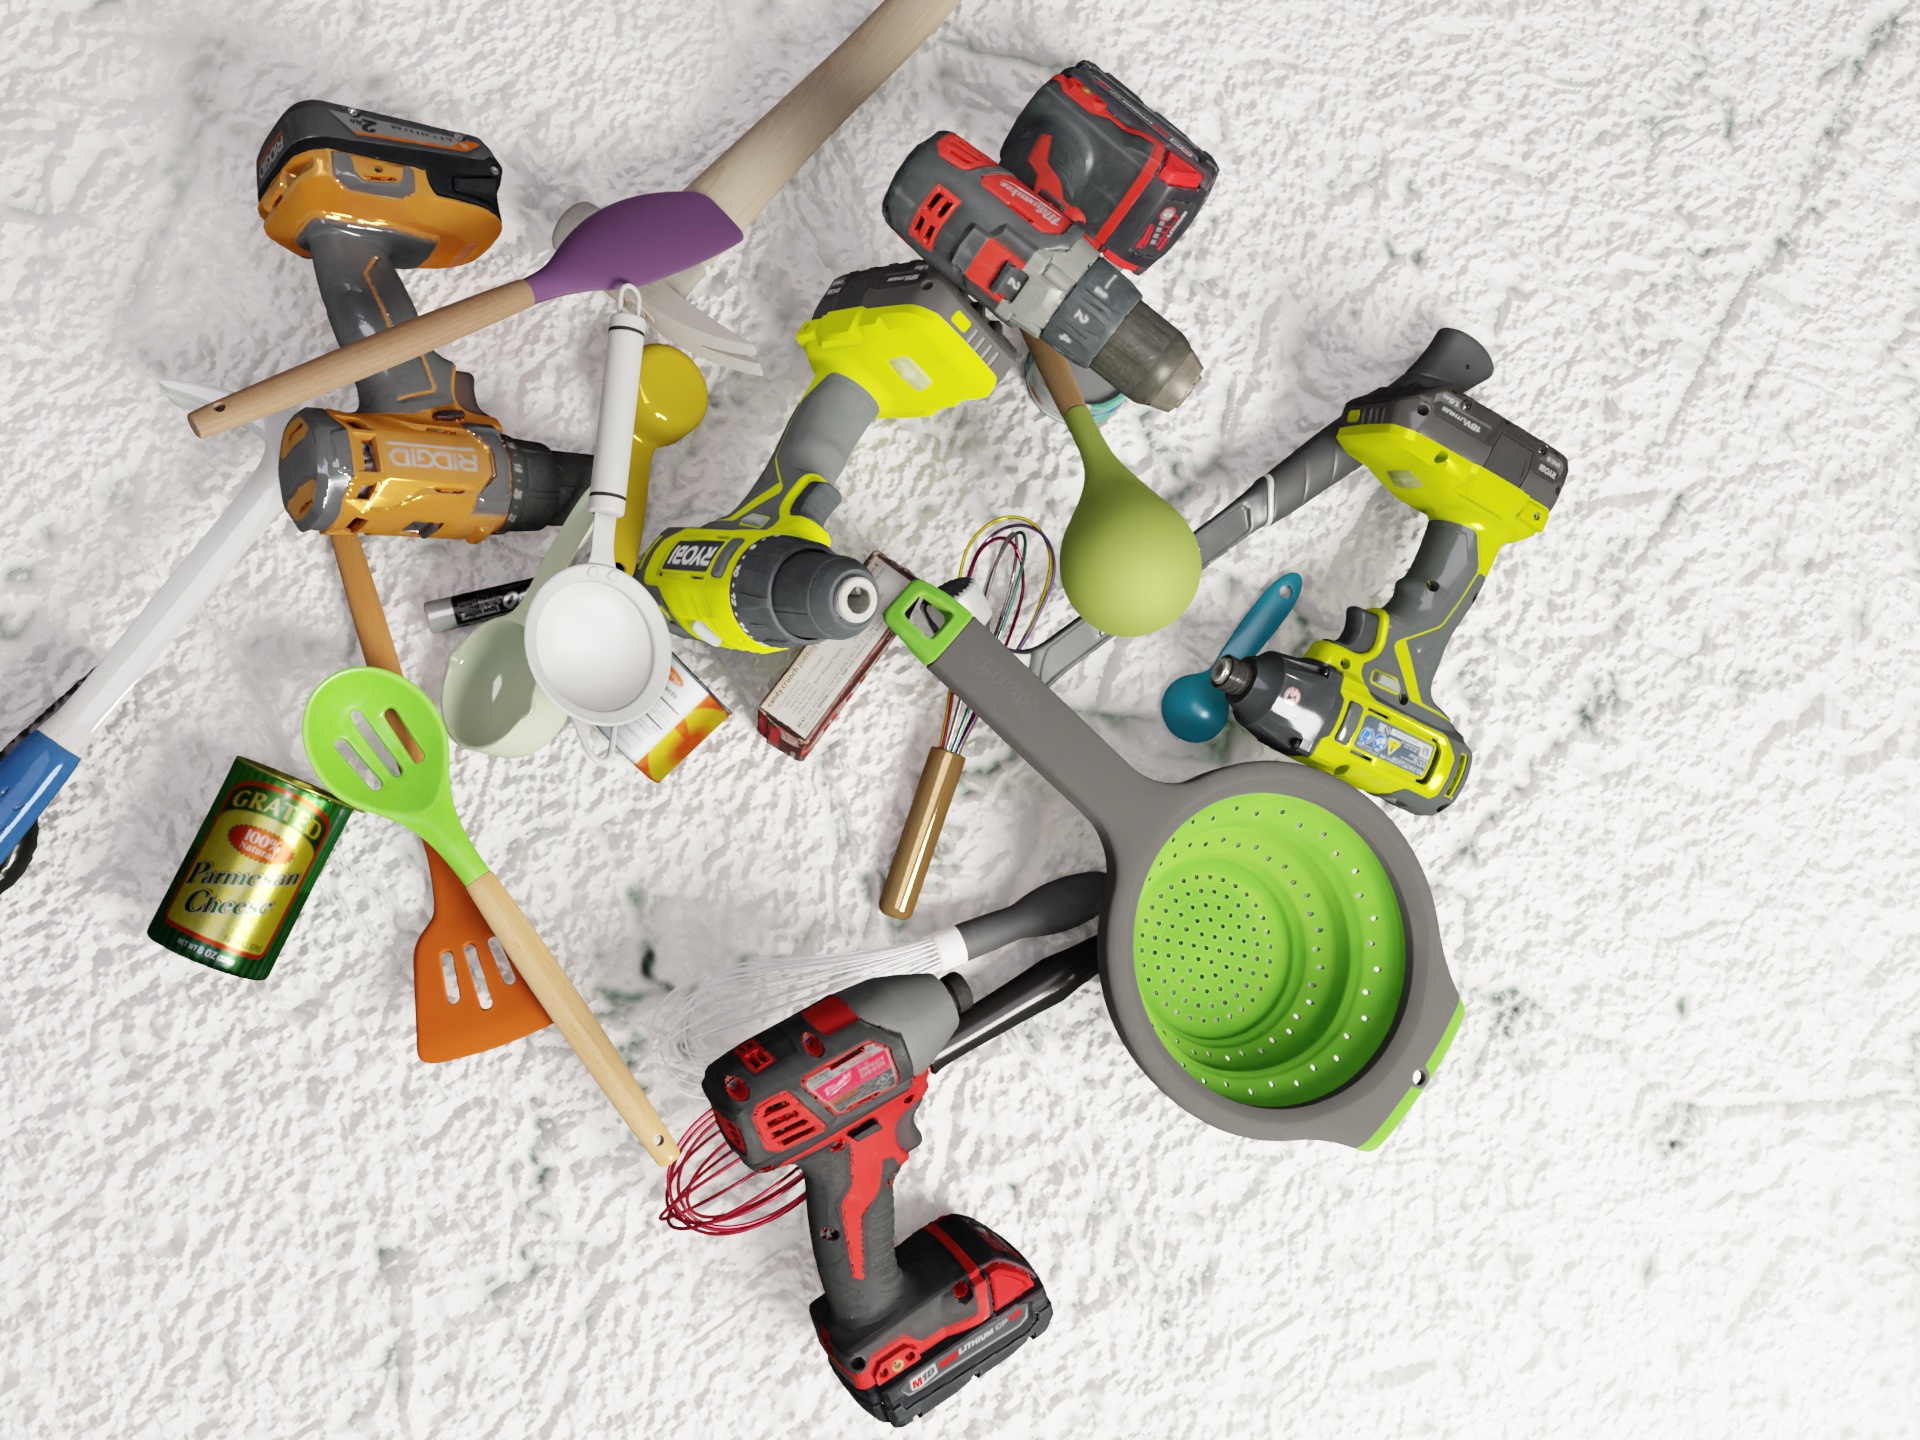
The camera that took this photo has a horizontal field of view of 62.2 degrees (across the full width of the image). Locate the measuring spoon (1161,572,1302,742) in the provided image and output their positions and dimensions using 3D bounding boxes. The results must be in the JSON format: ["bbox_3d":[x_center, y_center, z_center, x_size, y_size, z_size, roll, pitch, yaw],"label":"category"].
[{"bbox_3d":[0.170,-0.042,0.964,0.042,0.021,0.128,39,81,-3],"label":"measuring spoon"}]

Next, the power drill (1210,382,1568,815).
[{"bbox_3d":[0.249,-0.074,0.929,0.171,0.080,0.223,23,88,-23],"label":"power drill"}]

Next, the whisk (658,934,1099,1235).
[{"bbox_3d":[-0.037,0.198,0.891,0.296,0.073,0.073,-28,88,-15],"label":"whisk"}]

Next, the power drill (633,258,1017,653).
[{"bbox_3d":[-0.067,-0.136,0.863,0.080,0.191,0.228,41,72,-34],"label":"power drill"}]

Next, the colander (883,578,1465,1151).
[{"bbox_3d":[0.101,0.073,0.889,0.397,0.094,0.204,43,72,-8],"label":"colander"}]

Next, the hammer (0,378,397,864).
[{"bbox_3d":[-0.465,0.000,0.825,0.144,0.035,0.405,35,75,-4],"label":"hammer"}]

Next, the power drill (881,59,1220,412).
[{"bbox_3d":[0.074,-0.269,0.884,0.188,0.080,0.227,38,39,-3],"label":"power drill"}]

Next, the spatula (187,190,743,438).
[{"bbox_3d":[-0.247,-0.214,0.822,0.316,0.018,0.060,-35,74,-32],"label":"spatula"}]

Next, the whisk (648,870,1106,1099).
[{"bbox_3d":[-0.036,0.140,0.894,0.284,0.070,0.070,-18,86,-17],"label":"whisk"}]

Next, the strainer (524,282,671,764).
[{"bbox_3d":[-0.187,-0.105,0.839,0.086,0.050,0.258,11,82,-43],"label":"strainer"}]

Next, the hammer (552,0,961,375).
[{"bbox_3d":[-0.055,-0.386,0.951,0.146,0.038,0.411,36,77,13],"label":"hammer"}]

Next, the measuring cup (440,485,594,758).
[{"bbox_3d":[-0.225,-0.055,0.878,0.083,0.038,0.167,28,89,36],"label":"measuring cup"}]

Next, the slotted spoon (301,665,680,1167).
[{"bbox_3d":[-0.244,0.107,0.848,0.070,0.031,0.314,-35,89,-22],"label":"slotted spoon"}]

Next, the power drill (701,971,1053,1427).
[{"bbox_3d":[-0.034,0.238,0.826,0.143,0.079,0.219,-27,113,-22],"label":"power drill"}]

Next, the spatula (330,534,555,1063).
[{"bbox_3d":[-0.302,0.025,0.878,0.081,0.041,0.323,-17,85,-17],"label":"spatula"}]

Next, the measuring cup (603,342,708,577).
[{"bbox_3d":[-0.176,-0.144,0.895,0.062,0.029,0.157,24,60,-36],"label":"measuring cup"}]

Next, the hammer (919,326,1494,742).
[{"bbox_3d":[0.170,-0.116,0.948,0.409,0.036,0.149,-36,112,-17],"label":"hammer"}]

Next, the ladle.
[{"bbox_3d":[0.055,-0.184,0.905,0.078,0.062,0.320,-10,58,-15],"label":"ladle"}]

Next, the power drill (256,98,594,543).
[{"bbox_3d":[-0.282,-0.205,0.871,0.185,0.084,0.226,-2,76,-43],"label":"power drill"}]

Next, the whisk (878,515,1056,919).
[{"bbox_3d":[-0.004,-0.004,0.926,0.047,0.051,0.245,21,86,-32],"label":"whisk"}]
